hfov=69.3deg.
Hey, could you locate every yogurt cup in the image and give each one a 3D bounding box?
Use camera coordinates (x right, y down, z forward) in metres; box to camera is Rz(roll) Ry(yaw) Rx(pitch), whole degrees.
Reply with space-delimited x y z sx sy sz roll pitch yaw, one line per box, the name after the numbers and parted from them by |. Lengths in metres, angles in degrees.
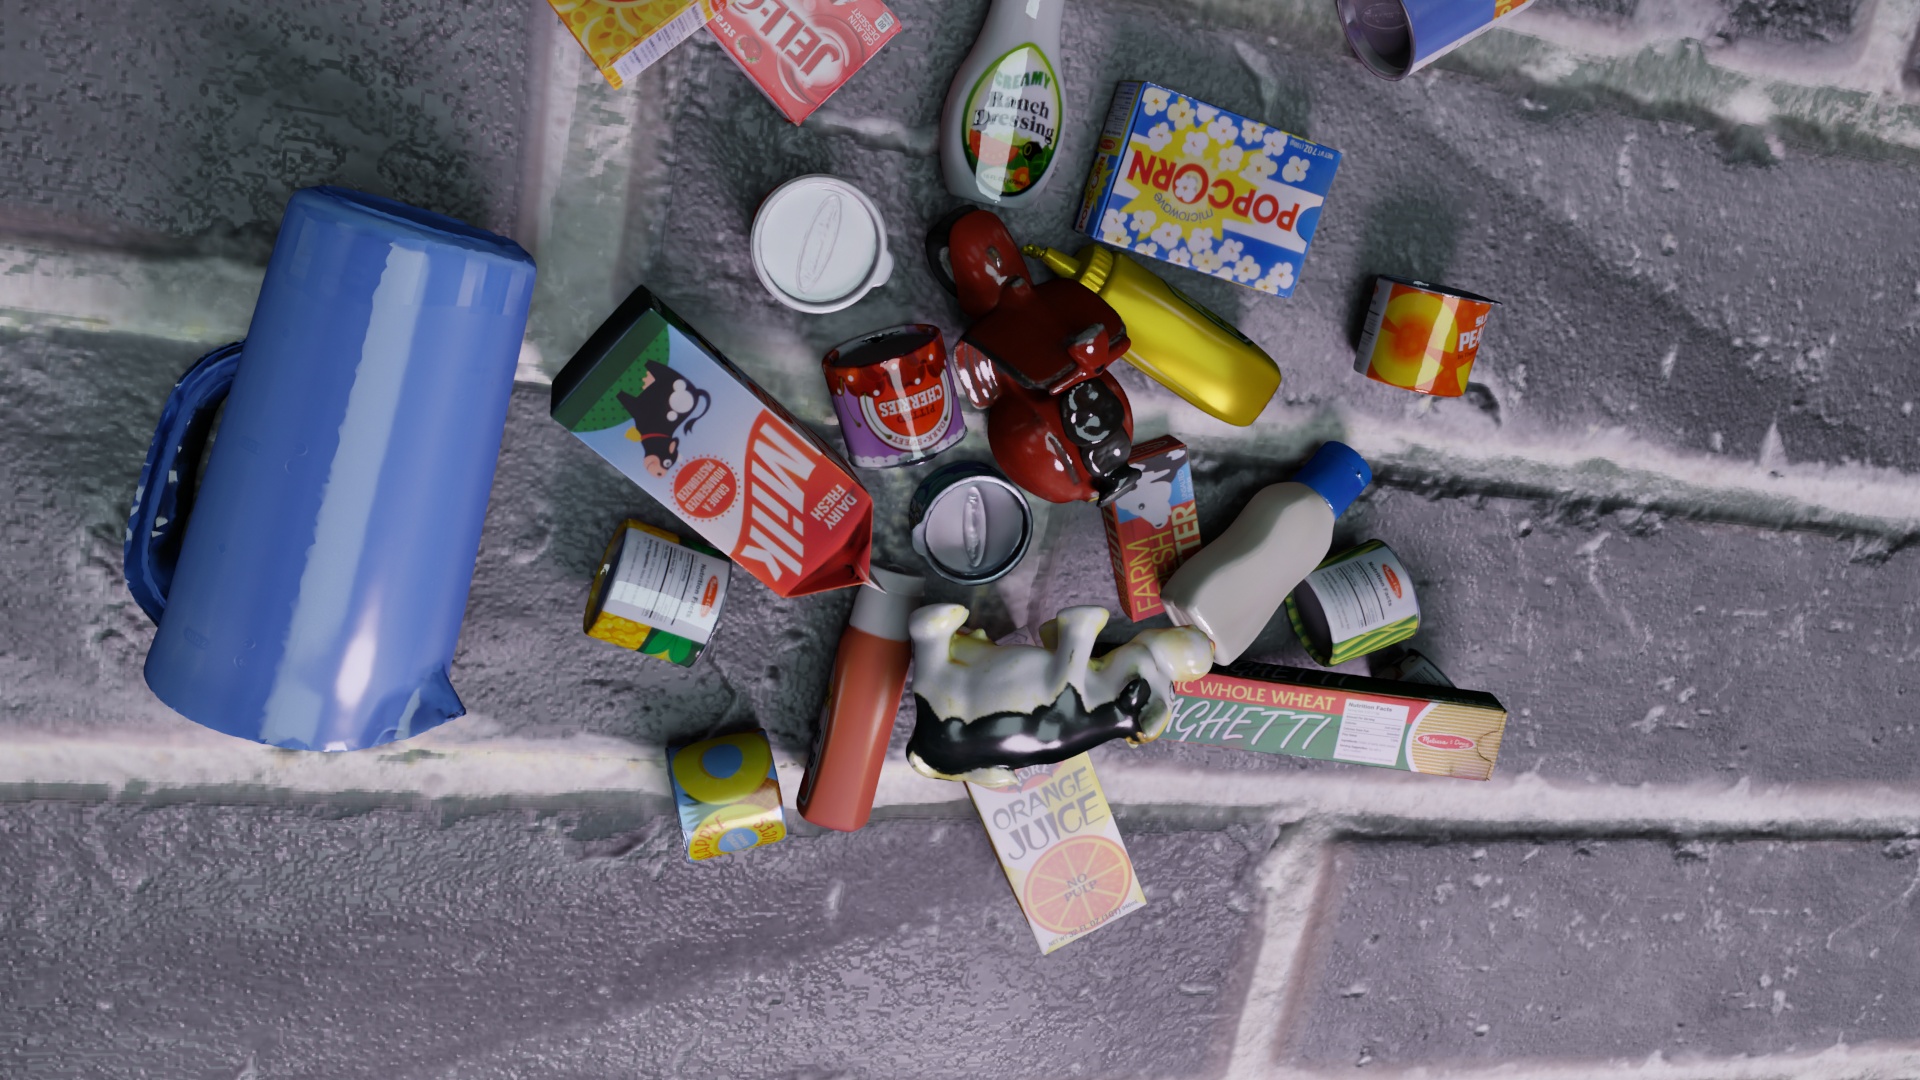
-0.075 -0.153 0.703 0.072 0.054 0.072 -5 111 -15 | yogurt cup

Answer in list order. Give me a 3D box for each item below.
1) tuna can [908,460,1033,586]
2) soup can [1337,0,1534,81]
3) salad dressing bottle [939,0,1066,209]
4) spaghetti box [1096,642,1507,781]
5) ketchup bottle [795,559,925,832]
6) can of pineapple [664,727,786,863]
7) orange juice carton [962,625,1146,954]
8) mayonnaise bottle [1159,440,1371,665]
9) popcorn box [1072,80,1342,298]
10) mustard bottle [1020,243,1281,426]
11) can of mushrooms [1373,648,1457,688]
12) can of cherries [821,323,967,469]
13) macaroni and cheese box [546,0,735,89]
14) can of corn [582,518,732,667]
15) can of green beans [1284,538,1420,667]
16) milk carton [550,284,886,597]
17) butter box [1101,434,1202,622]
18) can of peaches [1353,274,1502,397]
0.003 -0.010 0.789 0.071 0.033 0.070 -6 110 -15 | tuna can
0.255 -0.298 0.743 0.084 0.071 0.071 -30 115 -5 | soup can
0.029 -0.246 0.706 0.064 0.044 0.147 6 107 -18 | salad dressing bottle
0.203 0.104 0.852 0.250 0.029 0.050 8 108 0 | spaghetti box
-0.055 0.087 0.793 0.043 0.065 0.148 15 96 -4 | ketchup bottle
-0.132 0.145 0.785 0.058 0.071 0.070 -11 112 -12 | can of pineapple
0.040 0.145 0.834 0.072 0.073 0.192 -25 114 -6 | orange juice carton
0.185 0.003 0.828 0.148 0.041 0.064 -45 125 -13 | mayonnaise bottle
0.134 -0.191 0.761 0.127 0.038 0.085 12 104 -20 | popcorn box
0.102 -0.121 0.764 0.160 0.065 0.048 30 104 -19 | mustard bottle
0.302 0.106 0.904 0.033 0.071 0.071 -38 115 0 | can of mushrooms
-0.034 -0.076 0.733 0.071 0.071 0.058 -19 113 -9 | can of cherries
-0.128 -0.304 0.620 0.166 0.040 0.123 -37 95 -1 | macaroni and cheese box
-0.162 0.028 0.738 0.058 0.071 0.071 21 102 -21 | can of corn
0.241 0.039 0.860 0.058 0.071 0.071 -19 114 -8 | can of green beans
-0.114 -0.039 0.722 0.190 0.072 0.073 41 94 -25 | milk carton
0.115 -0.006 0.829 0.053 0.024 0.103 -18 113 -11 | butter box
0.271 -0.119 0.810 0.071 0.071 0.058 6 108 -19 | can of peaches
